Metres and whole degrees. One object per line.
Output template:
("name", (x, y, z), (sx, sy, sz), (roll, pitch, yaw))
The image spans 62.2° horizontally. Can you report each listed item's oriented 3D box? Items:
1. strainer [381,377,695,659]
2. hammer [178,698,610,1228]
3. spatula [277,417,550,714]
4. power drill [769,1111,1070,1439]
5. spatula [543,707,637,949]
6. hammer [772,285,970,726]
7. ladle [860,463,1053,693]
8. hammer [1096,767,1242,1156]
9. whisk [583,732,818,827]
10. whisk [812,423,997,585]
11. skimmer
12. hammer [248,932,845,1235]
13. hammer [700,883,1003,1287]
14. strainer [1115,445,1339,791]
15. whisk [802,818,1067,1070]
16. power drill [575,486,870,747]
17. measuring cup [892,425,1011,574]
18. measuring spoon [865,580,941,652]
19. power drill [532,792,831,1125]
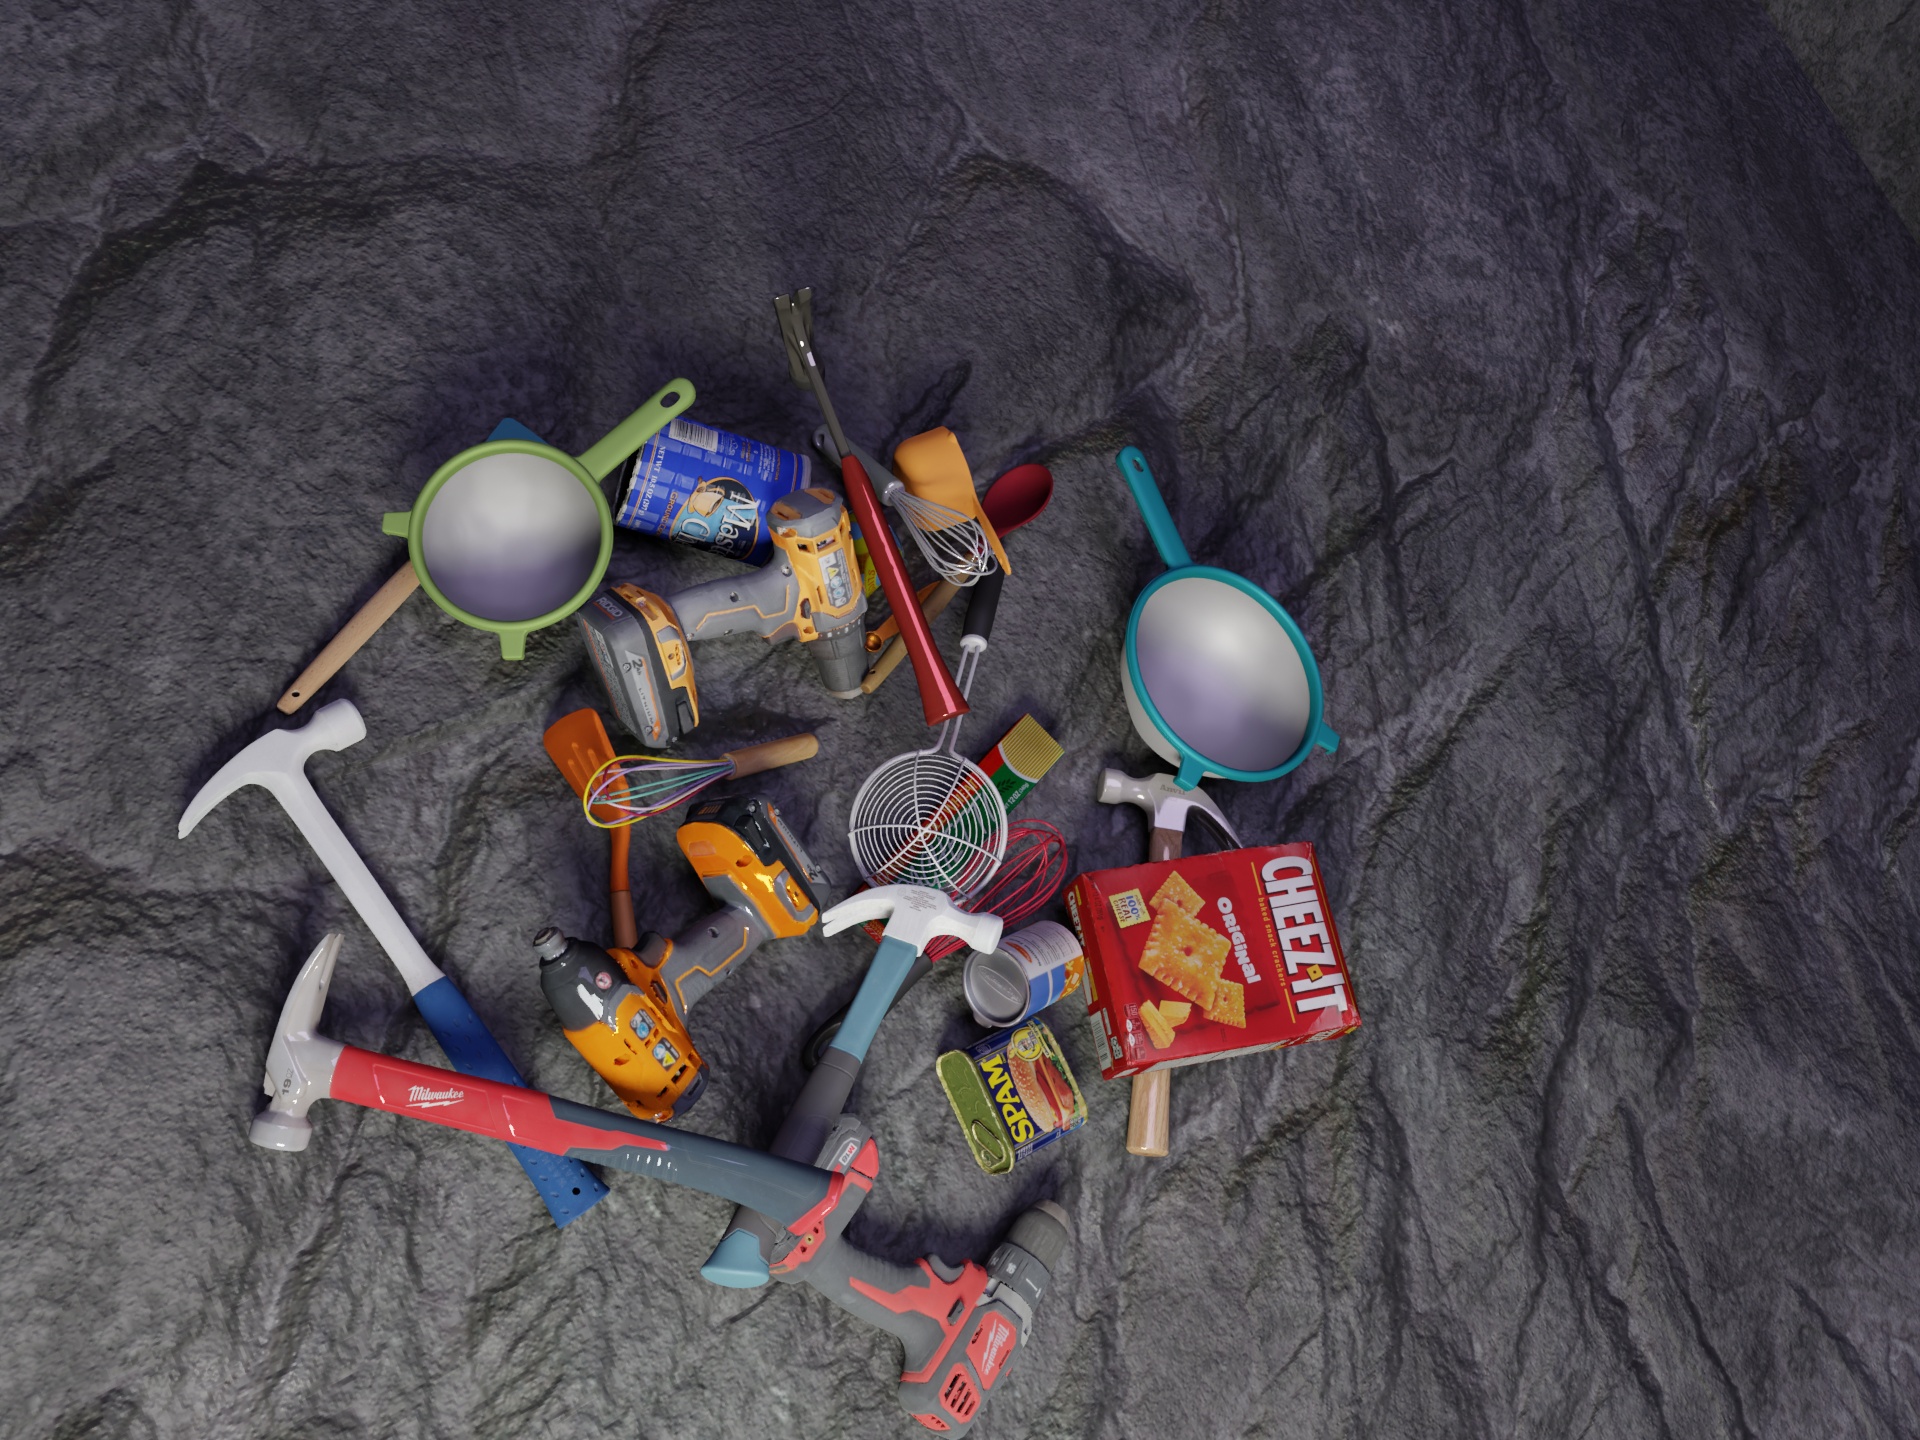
("strainer", (-0.302, -0.170, 1.229), (0.256, 0.069, 0.151), (-44, 86, -12))
("hammer", (-0.385, 0.181, 1.117), (0.144, 0.035, 0.405), (-34, 86, -33))
("spatula", (-0.416, -0.120, 1.238), (0.082, 0.044, 0.318), (39, 63, -8))
("power drill", (-0.033, 0.387, 1.177), (0.226, 0.080, 0.188), (43, 58, -7))
("spatula", (-0.259, 0.152, 1.183), (0.041, 0.081, 0.323), (2, 72, -43))
("hammer", (-0.073, -0.168, 1.288), (0.036, 0.149, 0.359), (-21, 80, -5))
("ladle", (-0.003, -0.128, 1.408), (0.315, 0.069, 0.031), (-53, 137, -36))
("hammer", (0.173, 0.205, 1.368), (0.130, 0.031, 0.331), (10, 67, -8))
("whisk", (-0.193, 0.036, 1.221), (0.245, 0.051, 0.047), (-16, 86, -53))
("whisk", (-0.054, -0.191, 1.370), (0.059, 0.057, 0.247), (-13, 44, -41))
("skimmer", (-0.002, -0.004, 1.358), (0.127, 0.090, 0.364), (9, 45, 6))
("hammer", (-0.263, 0.253, 1.055), (0.386, 0.038, 0.143), (14, 81, 0))
("hammer", (-0.089, 0.254, 1.144), (0.128, 0.033, 0.331), (19, 54, 14))
("strainer", (0.199, -0.087, 1.476), (0.211, 0.095, 0.340), (-12, 73, -32))
("whisk", (-0.017, 0.180, 1.284), (0.296, 0.073, 0.073), (-40, 90, -26))
("power drill", (-0.172, -0.062, 1.269), (0.226, 0.185, 0.084), (-30, 39, -24))
("measuring cup", (-0.010, -0.182, 1.398), (0.052, 0.095, 0.174), (-19, 55, -11))
("measuring spoon", (-0.048, -0.092, 1.410), (0.021, 0.011, 0.117), (48, 54, 1))
("power drill", (-0.204, 0.154, 1.149), (0.164, 0.084, 0.227), (57, 46, -25))
